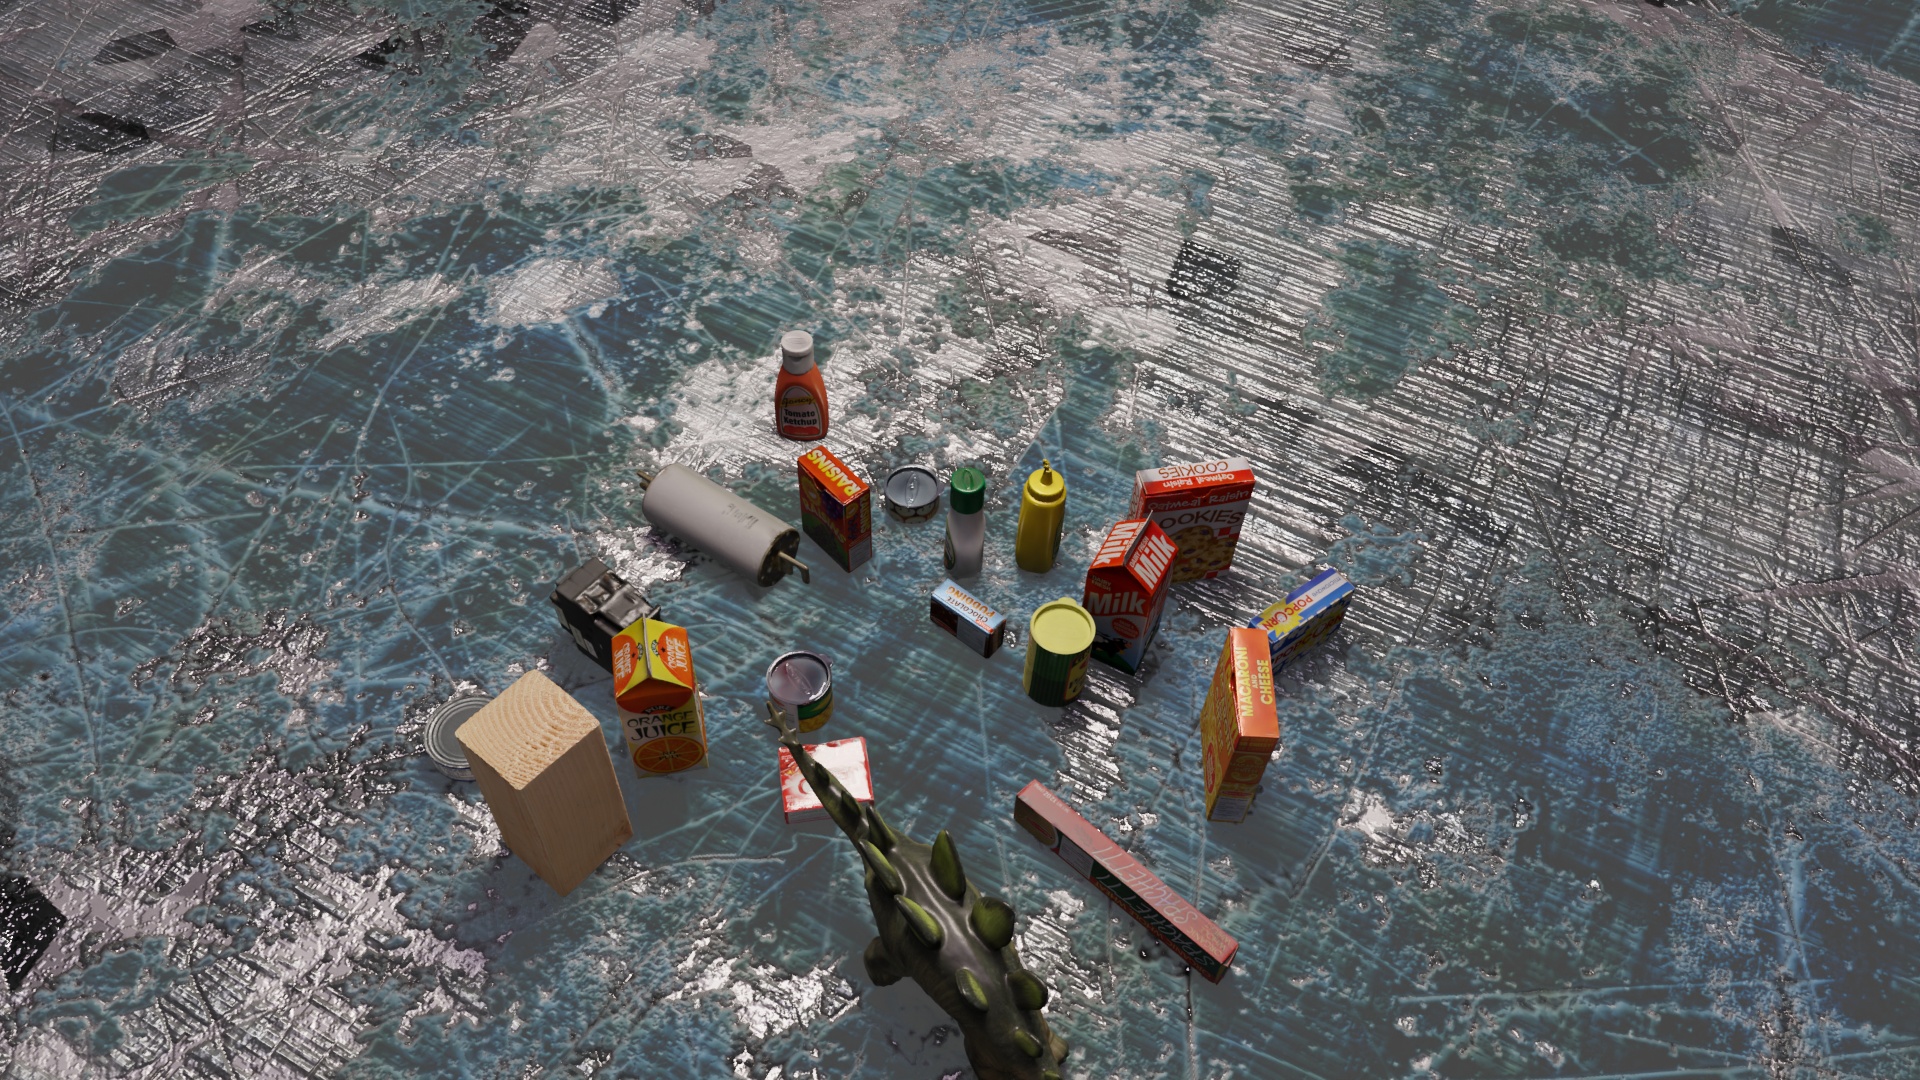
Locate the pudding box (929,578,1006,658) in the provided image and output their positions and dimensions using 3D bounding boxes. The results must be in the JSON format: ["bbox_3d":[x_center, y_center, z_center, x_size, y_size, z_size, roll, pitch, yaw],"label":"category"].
[{"bbox_3d":[0.007,0.084,1.498,0.084,0.049,0.030,33,57,22],"label":"pudding box"}]

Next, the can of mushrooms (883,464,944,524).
[{"bbox_3d":[-0.054,-0.053,1.618,0.071,0.033,0.071,1,51,-2],"label":"can of mushrooms"}]

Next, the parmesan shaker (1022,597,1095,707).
[{"bbox_3d":[0.102,0.117,1.442,0.071,0.102,0.072,1,51,-2],"label":"parmesan shaker"}]

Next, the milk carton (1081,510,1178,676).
[{"bbox_3d":[0.173,0.051,1.443,0.073,0.189,0.073,23,54,15],"label":"milk carton"}]

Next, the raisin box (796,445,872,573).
[{"bbox_3d":[-0.140,-0.034,1.540,0.040,0.122,0.086,-33,60,-26],"label":"raisin box"}]

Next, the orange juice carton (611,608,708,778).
[{"bbox_3d":[-0.291,0.148,1.339,0.073,0.191,0.072,-8,52,-9],"label":"orange juice carton"}]

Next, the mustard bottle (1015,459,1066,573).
[{"bbox_3d":[0.090,-0.031,1.526,0.049,0.159,0.066,13,52,8],"label":"mustard bottle"}]

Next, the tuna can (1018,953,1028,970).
[{"bbox_3d":[0.026,0.400,1.253,0.071,0.032,0.071,1,51,-2],"label":"tuna can"}]

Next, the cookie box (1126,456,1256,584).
[{"bbox_3d":[0.244,-0.016,1.517,0.123,0.166,0.040,-8,52,-10],"label":"cookie box"}]

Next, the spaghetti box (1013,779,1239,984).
[{"bbox_3d":[0.153,0.321,1.313,0.250,0.050,0.029,36,58,24],"label":"spaghetti box"}]

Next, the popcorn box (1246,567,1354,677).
[{"bbox_3d":[0.358,0.093,1.487,0.127,0.084,0.038,-29,58,-24],"label":"popcorn box"}]

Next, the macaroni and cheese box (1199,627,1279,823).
[{"bbox_3d":[0.269,0.182,1.357,0.040,0.165,0.124,3,51,0],"label":"macaroni and cheese box"}]

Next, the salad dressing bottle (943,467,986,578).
[{"bbox_3d":[0.005,-0.019,1.520,0.044,0.146,0.064,-4,51,-6],"label":"salad dressing bottle"}]

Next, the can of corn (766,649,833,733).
[{"bbox_3d":[-0.162,0.154,1.427,0.071,0.058,0.071,1,51,-2],"label":"can of corn"}]

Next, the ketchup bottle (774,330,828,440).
[{"bbox_3d":[-0.190,-0.183,1.643,0.065,0.148,0.044,3,51,0],"label":"ketchup bottle"}]
